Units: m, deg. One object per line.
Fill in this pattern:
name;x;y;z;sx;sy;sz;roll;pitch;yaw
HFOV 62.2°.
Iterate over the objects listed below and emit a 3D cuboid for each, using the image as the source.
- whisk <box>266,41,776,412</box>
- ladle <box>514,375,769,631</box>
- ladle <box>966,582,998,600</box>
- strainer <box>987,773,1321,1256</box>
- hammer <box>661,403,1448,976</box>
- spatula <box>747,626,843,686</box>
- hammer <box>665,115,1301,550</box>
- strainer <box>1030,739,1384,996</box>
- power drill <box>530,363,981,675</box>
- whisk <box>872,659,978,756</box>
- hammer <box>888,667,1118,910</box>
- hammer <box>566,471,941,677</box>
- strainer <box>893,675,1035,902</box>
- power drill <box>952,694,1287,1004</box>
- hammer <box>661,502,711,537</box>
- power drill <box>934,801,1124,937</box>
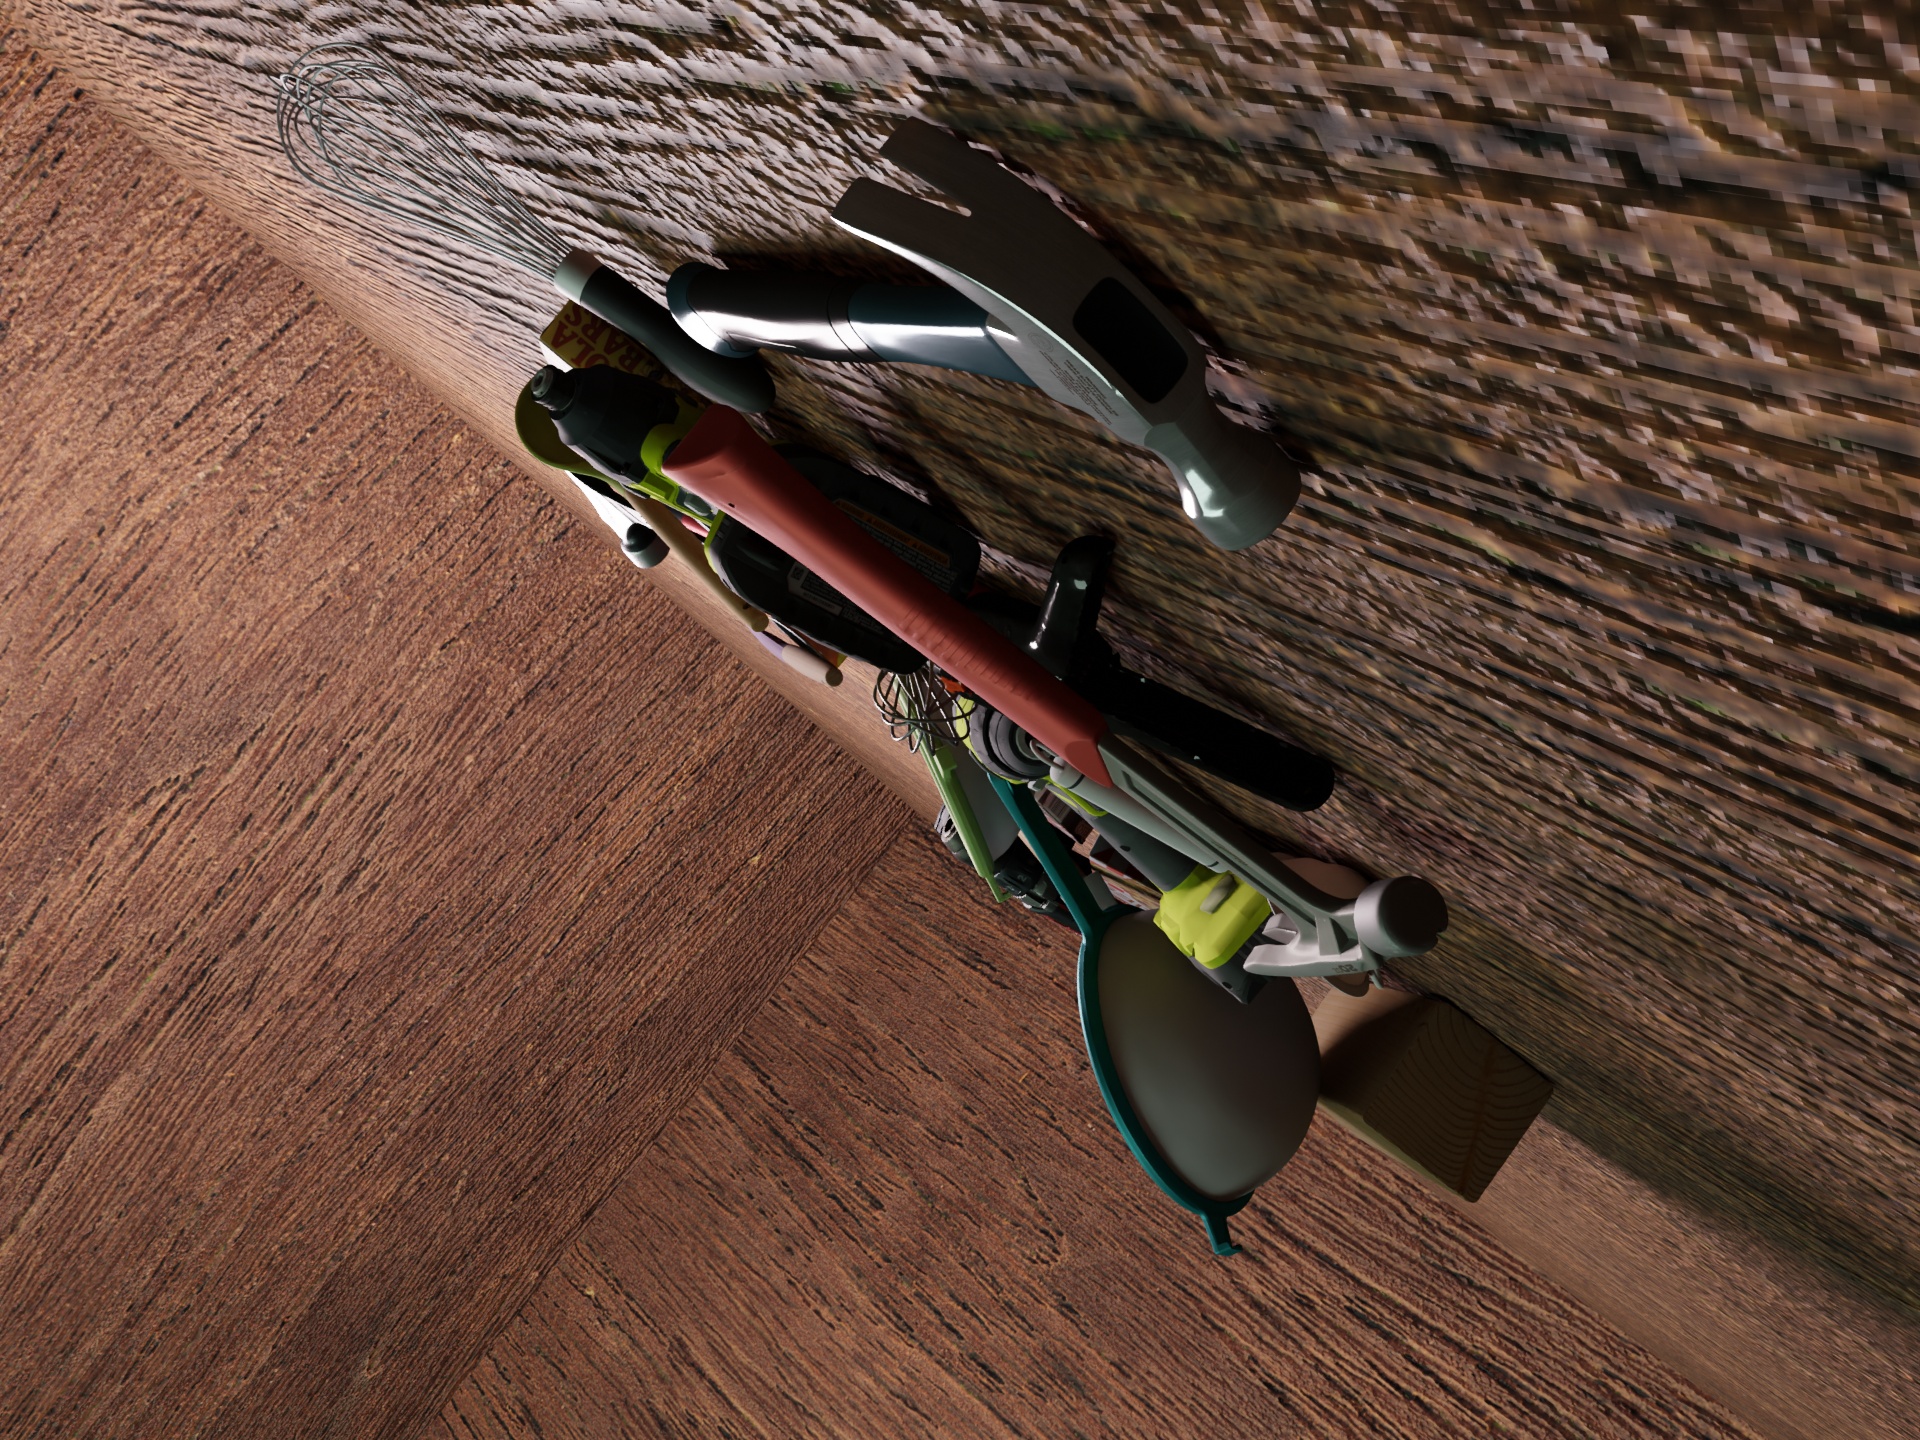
whisk;-0.208;-0.229;0.757;0.284;0.070;0.070;34;174;2
ladle;-0.213;-0.151;1.070;0.320;0.078;0.062;44;165;40
ladle;-0.041;-0.088;0.938;0.069;0.031;0.316;37;178;-34
strainer;0.138;0.150;1.014;0.340;0.095;0.211;58;-152;-11
hammer;0.030;-0.006;0.671;0.359;0.037;0.149;37;162;-7
spatula;-0.123;-0.047;1.210;0.059;0.018;0.316;40;176;-16
hammer;-0.030;-0.129;0.519;0.128;0.033;0.331;41;174;-31
strainer;0.137;0.069;0.794;0.258;0.050;0.087;29;-147;-23
power drill;-0.108;-0.112;0.799;0.171;0.080;0.223;24;-173;-44
whisk;-0.026;-0.040;0.913;0.055;0.055;0.239;41;-167;-19
hammer;0.038;0.062;1.192;0.332;0.031;0.130;52;177;26
hammer;-0.142;-0.109;1.146;0.409;0.036;0.149;26;162;35
strainer;-0.002;-0.004;1.134;0.257;0.069;0.151;-115;2;-49
power drill;0.093;0.053;0.894;0.228;0.080;0.190;40;-179;-6
hammer;-0.245;-0.183;1.407;0.143;0.038;0.387;43;173;-29
power drill;0.047;0.106;1.369;0.187;0.080;0.227;29;-175;-20
